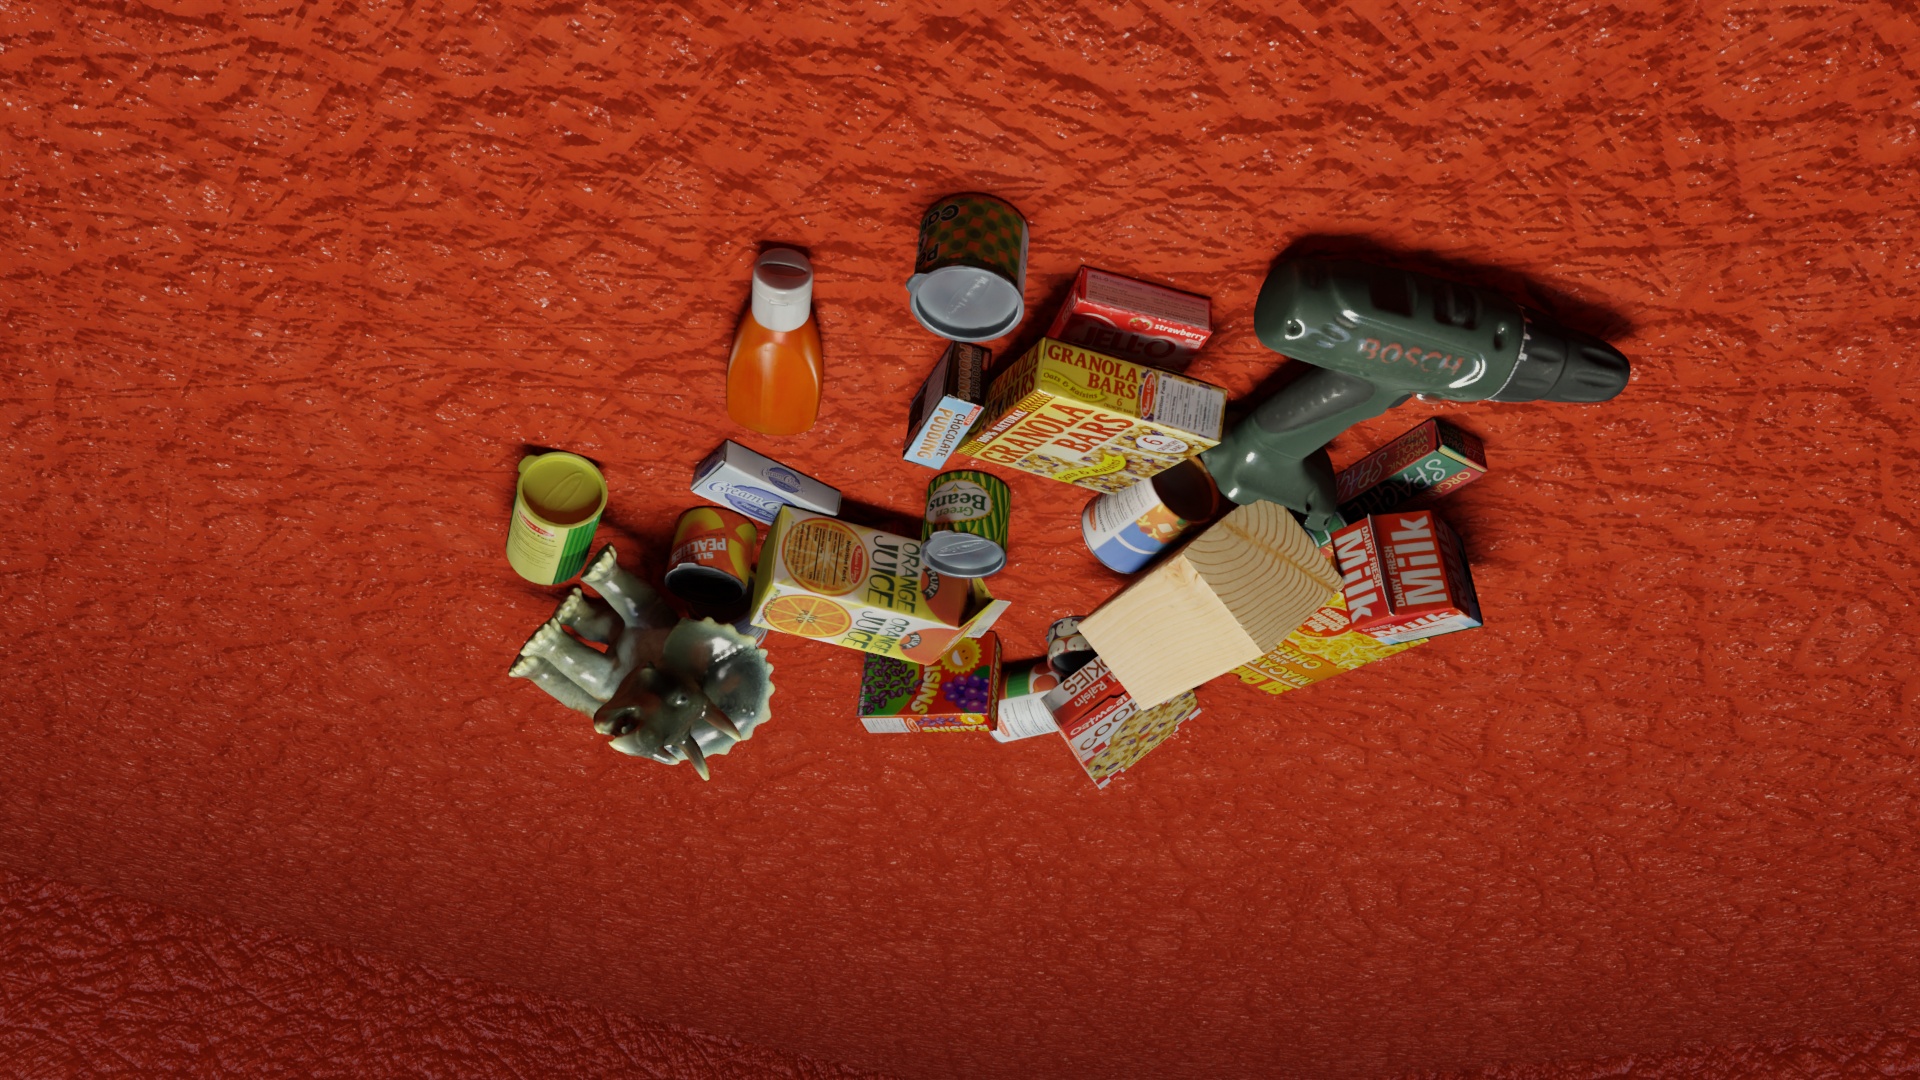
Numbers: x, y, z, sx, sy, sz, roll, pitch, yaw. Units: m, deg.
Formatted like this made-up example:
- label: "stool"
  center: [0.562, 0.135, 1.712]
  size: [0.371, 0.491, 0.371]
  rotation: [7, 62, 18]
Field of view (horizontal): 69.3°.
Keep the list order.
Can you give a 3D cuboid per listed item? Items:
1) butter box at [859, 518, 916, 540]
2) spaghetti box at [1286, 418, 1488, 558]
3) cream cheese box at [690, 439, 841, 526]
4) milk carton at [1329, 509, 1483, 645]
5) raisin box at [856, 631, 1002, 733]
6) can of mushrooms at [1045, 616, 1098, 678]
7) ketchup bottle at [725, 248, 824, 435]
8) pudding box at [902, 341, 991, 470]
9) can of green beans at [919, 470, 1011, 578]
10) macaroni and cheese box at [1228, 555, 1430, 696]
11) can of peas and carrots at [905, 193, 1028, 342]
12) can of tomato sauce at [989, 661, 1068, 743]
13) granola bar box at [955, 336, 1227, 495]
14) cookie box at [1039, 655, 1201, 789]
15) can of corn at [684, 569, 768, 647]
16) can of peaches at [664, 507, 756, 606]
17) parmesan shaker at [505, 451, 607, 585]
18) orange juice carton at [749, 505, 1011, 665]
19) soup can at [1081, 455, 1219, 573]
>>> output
- label: "butter box"
  center: [-0.086, 0.012, 1.142]
  size: [0.103, 0.024, 0.053]
  rotation: [-9, 145, 22]
- label: "spaghetti box"
  center: [0.277, -0.016, 1.037]
  size: [0.050, 0.029, 0.249]
  rotation: [21, 146, -25]
- label: "cream cheese box"
  center: [-0.150, -0.038, 1.070]
  size: [0.104, 0.024, 0.053]
  rotation: [25, 143, -30]
- label: "milk carton"
  center: [0.319, 0.028, 0.998]
  size: [0.073, 0.072, 0.190]
  rotation: [-16, 166, 25]
- label: "raisin box"
  center: [-0.027, 0.131, 1.272]
  size: [0.123, 0.086, 0.040]
  rotation: [-3, 146, 14]
- label: "can of mushrooms"
  center: [0.109, 0.098, 1.249]
  size: [0.071, 0.033, 0.070]
  rotation: [3, 149, 2]
- label: "ketchup bottle"
  center: [-0.118, -0.126, 0.899]
  size: [0.065, 0.044, 0.148]
  rotation: [8, 149, -6]
- label: "pudding box"
  center: [-0.010, -0.090, 0.936]
  size: [0.030, 0.050, 0.083]
  rotation: [17, 146, -16]
- label: "can of green beans"
  center: [0.004, -0.012, 1.056]
  size: [0.071, 0.058, 0.071]
  rotation: [4, 149, 2]
- label: "macaroni and cheese box"
  center: [0.288, 0.075, 1.176]
  size: [0.123, 0.040, 0.166]
  rotation: [26, 143, -29]
- label: "can of peas and carrots"
  center: [0.004, -0.160, 0.810]
  size: [0.071, 0.059, 0.070]
  rotation: [4, 148, 3]
- label: "can of tomato sauce"
  center: [0.071, 0.149, 1.305]
  size: [0.083, 0.071, 0.071]
  rotation: [-16, 143, 25]
- label: "granola bar box"
  center: [0.080, -0.078, 0.907]
  size: [0.124, 0.039, 0.165]
  rotation: [14, 167, -15]
- label: "cookie box"
  center: [0.148, 0.149, 1.249]
  size: [0.123, 0.040, 0.167]
  rotation: [-37, 148, -4]
- label: "can of corn"
  center: [-0.203, 0.058, 1.199]
  size: [0.071, 0.071, 0.058]
  rotation: [4, 148, 2]
- label: "can of peaches"
  center: [-0.203, 0.012, 1.128]
  size: [0.071, 0.058, 0.071]
  rotation: [4, 149, 3]
- label: "parmesan shaker"
  center: [-0.321, -0.018, 1.091]
  size: [0.071, 0.071, 0.102]
  rotation: [15, 148, -16]
- label: "orange juice carton"
  center: [-0.061, 0.041, 1.091]
  size: [0.193, 0.073, 0.071]
  rotation: [15, 146, -16]
- label: "soup can"
  center: [0.140, -0.022, 1.012]
  size: [0.071, 0.071, 0.083]
  rotation: [20, 146, -22]
